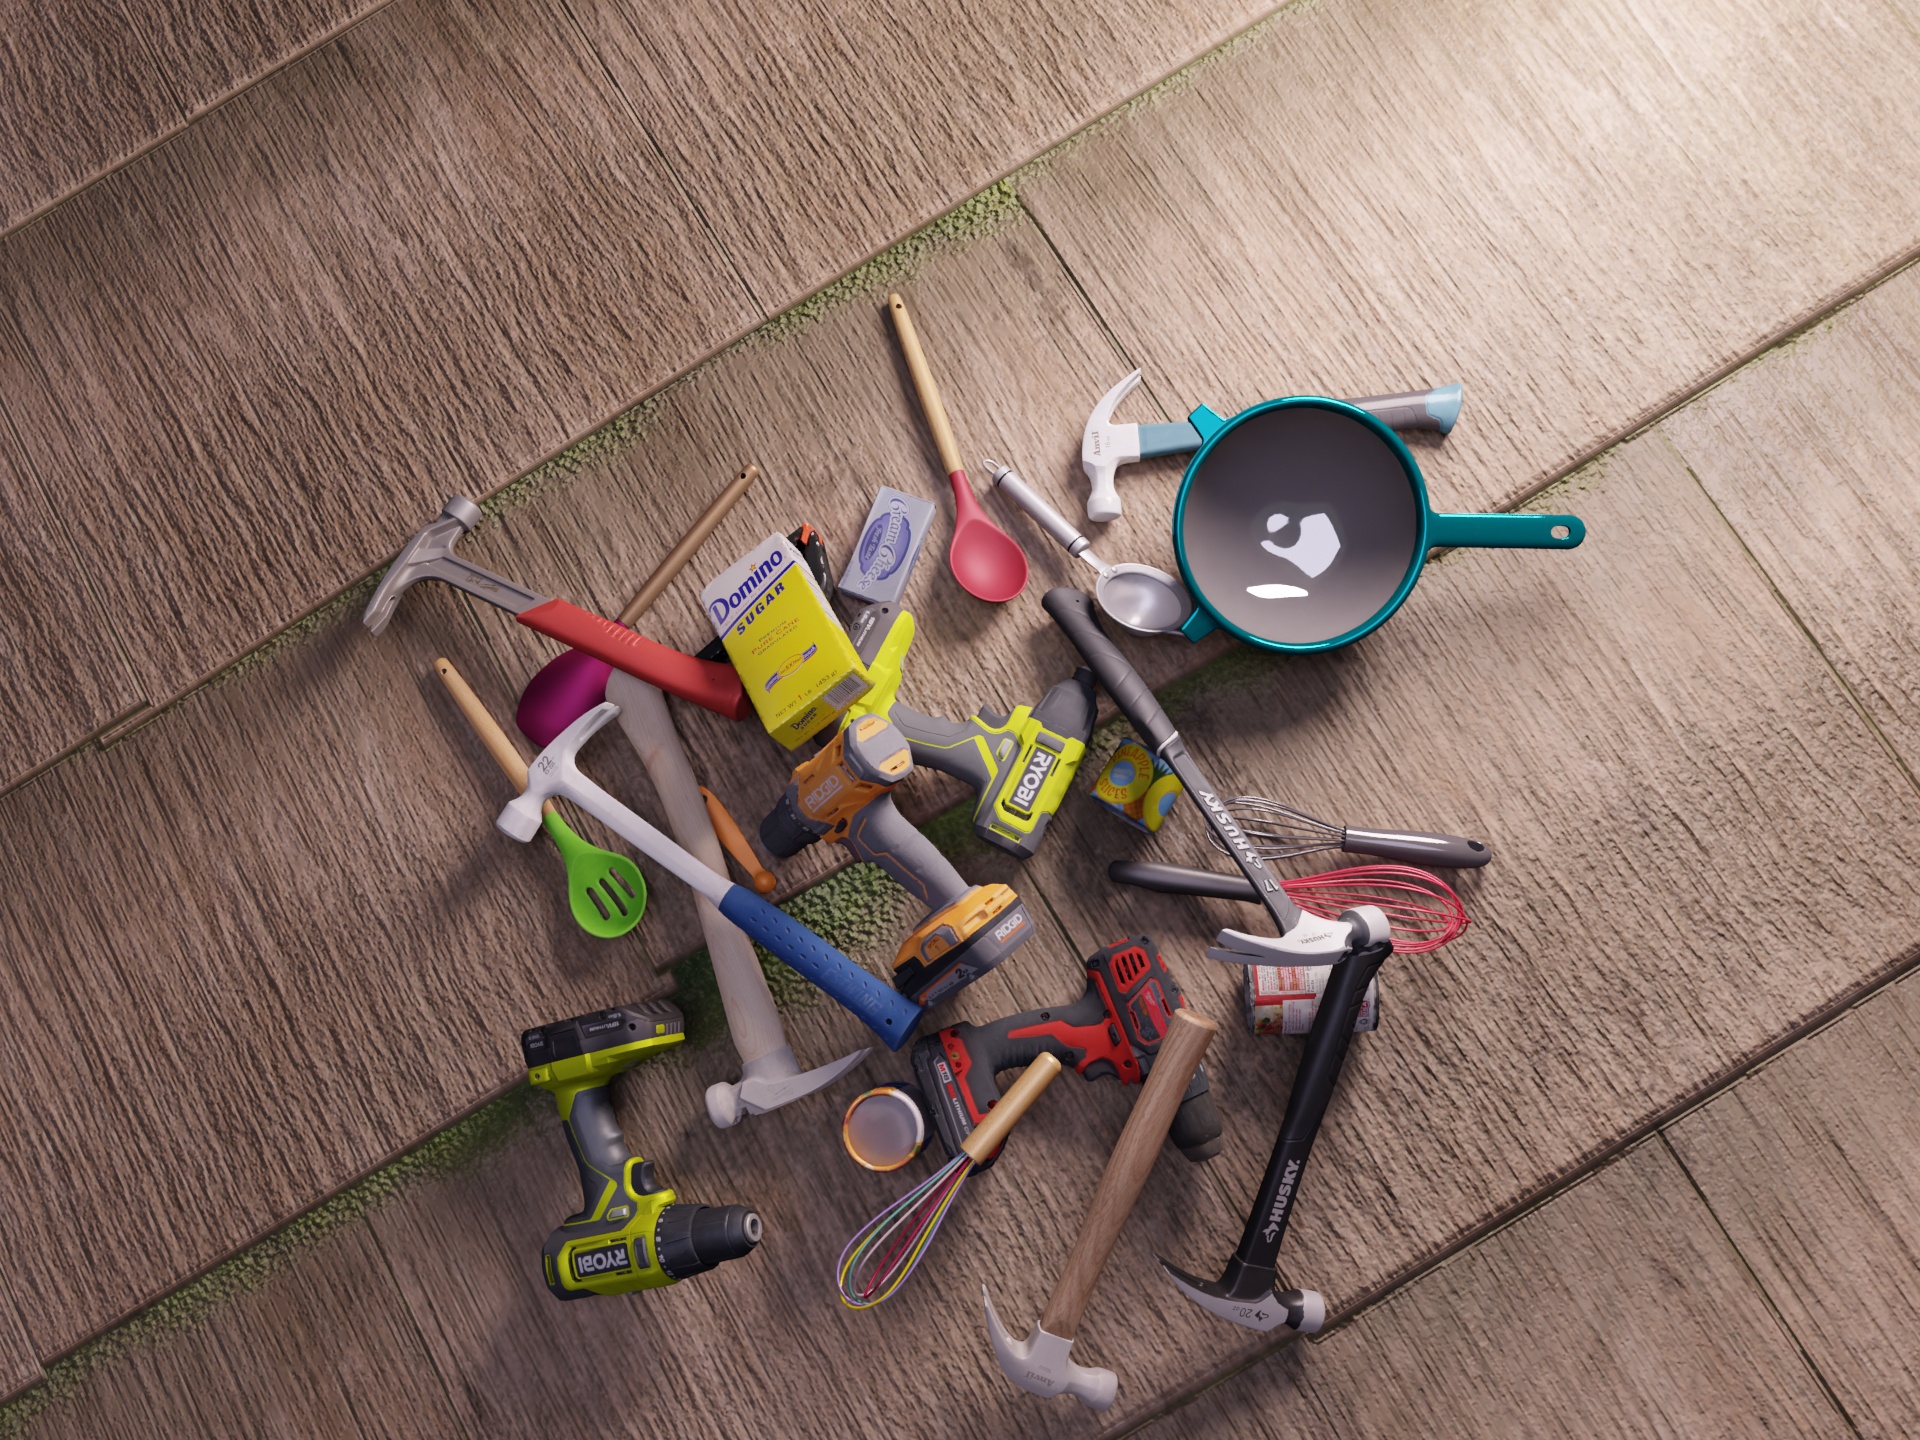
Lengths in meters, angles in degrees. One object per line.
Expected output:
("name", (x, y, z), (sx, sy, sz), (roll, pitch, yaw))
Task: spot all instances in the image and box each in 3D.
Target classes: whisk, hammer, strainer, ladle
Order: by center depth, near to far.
("whisk", (-0.005, 0.357, 1.231), (0.051, 0.047, 0.245), (45, 78, -9))
("hammer", (0.261, 0.310, 1.238), (0.146, 0.035, 0.335), (16, 94, -17))
("hammer", (0.117, 0.379, 1.250), (0.130, 0.031, 0.331), (22, 97, -8))
("hammer", (0.170, 0.034, 1.268), (0.149, 0.036, 0.409), (-6, 47, -31))
("whisk", (0.268, 0.143, 1.312), (0.296, 0.073, 0.073), (7, 81, 13))
("whisk", (0.320, 0.099, 1.319), (0.239, 0.055, 0.055), (6, 81, 3))
("hammer", (-0.200, 0.137, 1.330), (0.406, 0.035, 0.144), (33, 89, 16))
("strainer", (0.341, -0.162, 1.338), (0.340, 0.095, 0.211), (1, 96, -2))
("hammer", (-0.210, 0.130, 1.371), (0.146, 0.038, 0.411), (-24, 77, 11))
("strainer", (0.109, -0.145, 1.386), (0.087, 0.050, 0.258), (-32, 69, -37))
("hammer", (0.271, -0.255, 1.390), (0.331, 0.033, 0.128), (-6, 81, 5))
("hammer", (-0.346, -0.075, 1.398), (0.359, 0.036, 0.149), (24, 71, 15))
("ladle", (-0.013, -0.244, 1.423), (0.069, 0.031, 0.315), (-14, 76, -18))

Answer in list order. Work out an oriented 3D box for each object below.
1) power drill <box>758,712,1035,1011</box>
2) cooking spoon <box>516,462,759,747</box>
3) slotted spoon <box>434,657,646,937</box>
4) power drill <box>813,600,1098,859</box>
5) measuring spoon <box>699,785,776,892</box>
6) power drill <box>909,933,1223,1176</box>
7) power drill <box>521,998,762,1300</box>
("power drill", (-0.065, 0.127, 1.319), (0.226, 0.084, 0.185), (53, 132, 3))
("cooking spoon", (-0.288, -0.108, 1.436), (0.069, 0.017, 0.319), (39, 87, 12))
("slotted spoon", (-0.378, 0.064, 1.414), (0.070, 0.031, 0.314), (-39, 77, -1))
("power drill", (-0.002, -0.004, 1.360), (0.223, 0.080, 0.171), (26, 81, 7))
("measuring spoon", (-0.201, 0.103, 1.394), (0.021, 0.011, 0.117), (-38, 78, -1))
("power drill", (0.091, 0.298, 1.299), (0.226, 0.080, 0.188), (-22, 79, -1))
("power drill", (-0.267, 0.352, 1.311), (0.190, 0.080, 0.229), (-17, 79, 20))
